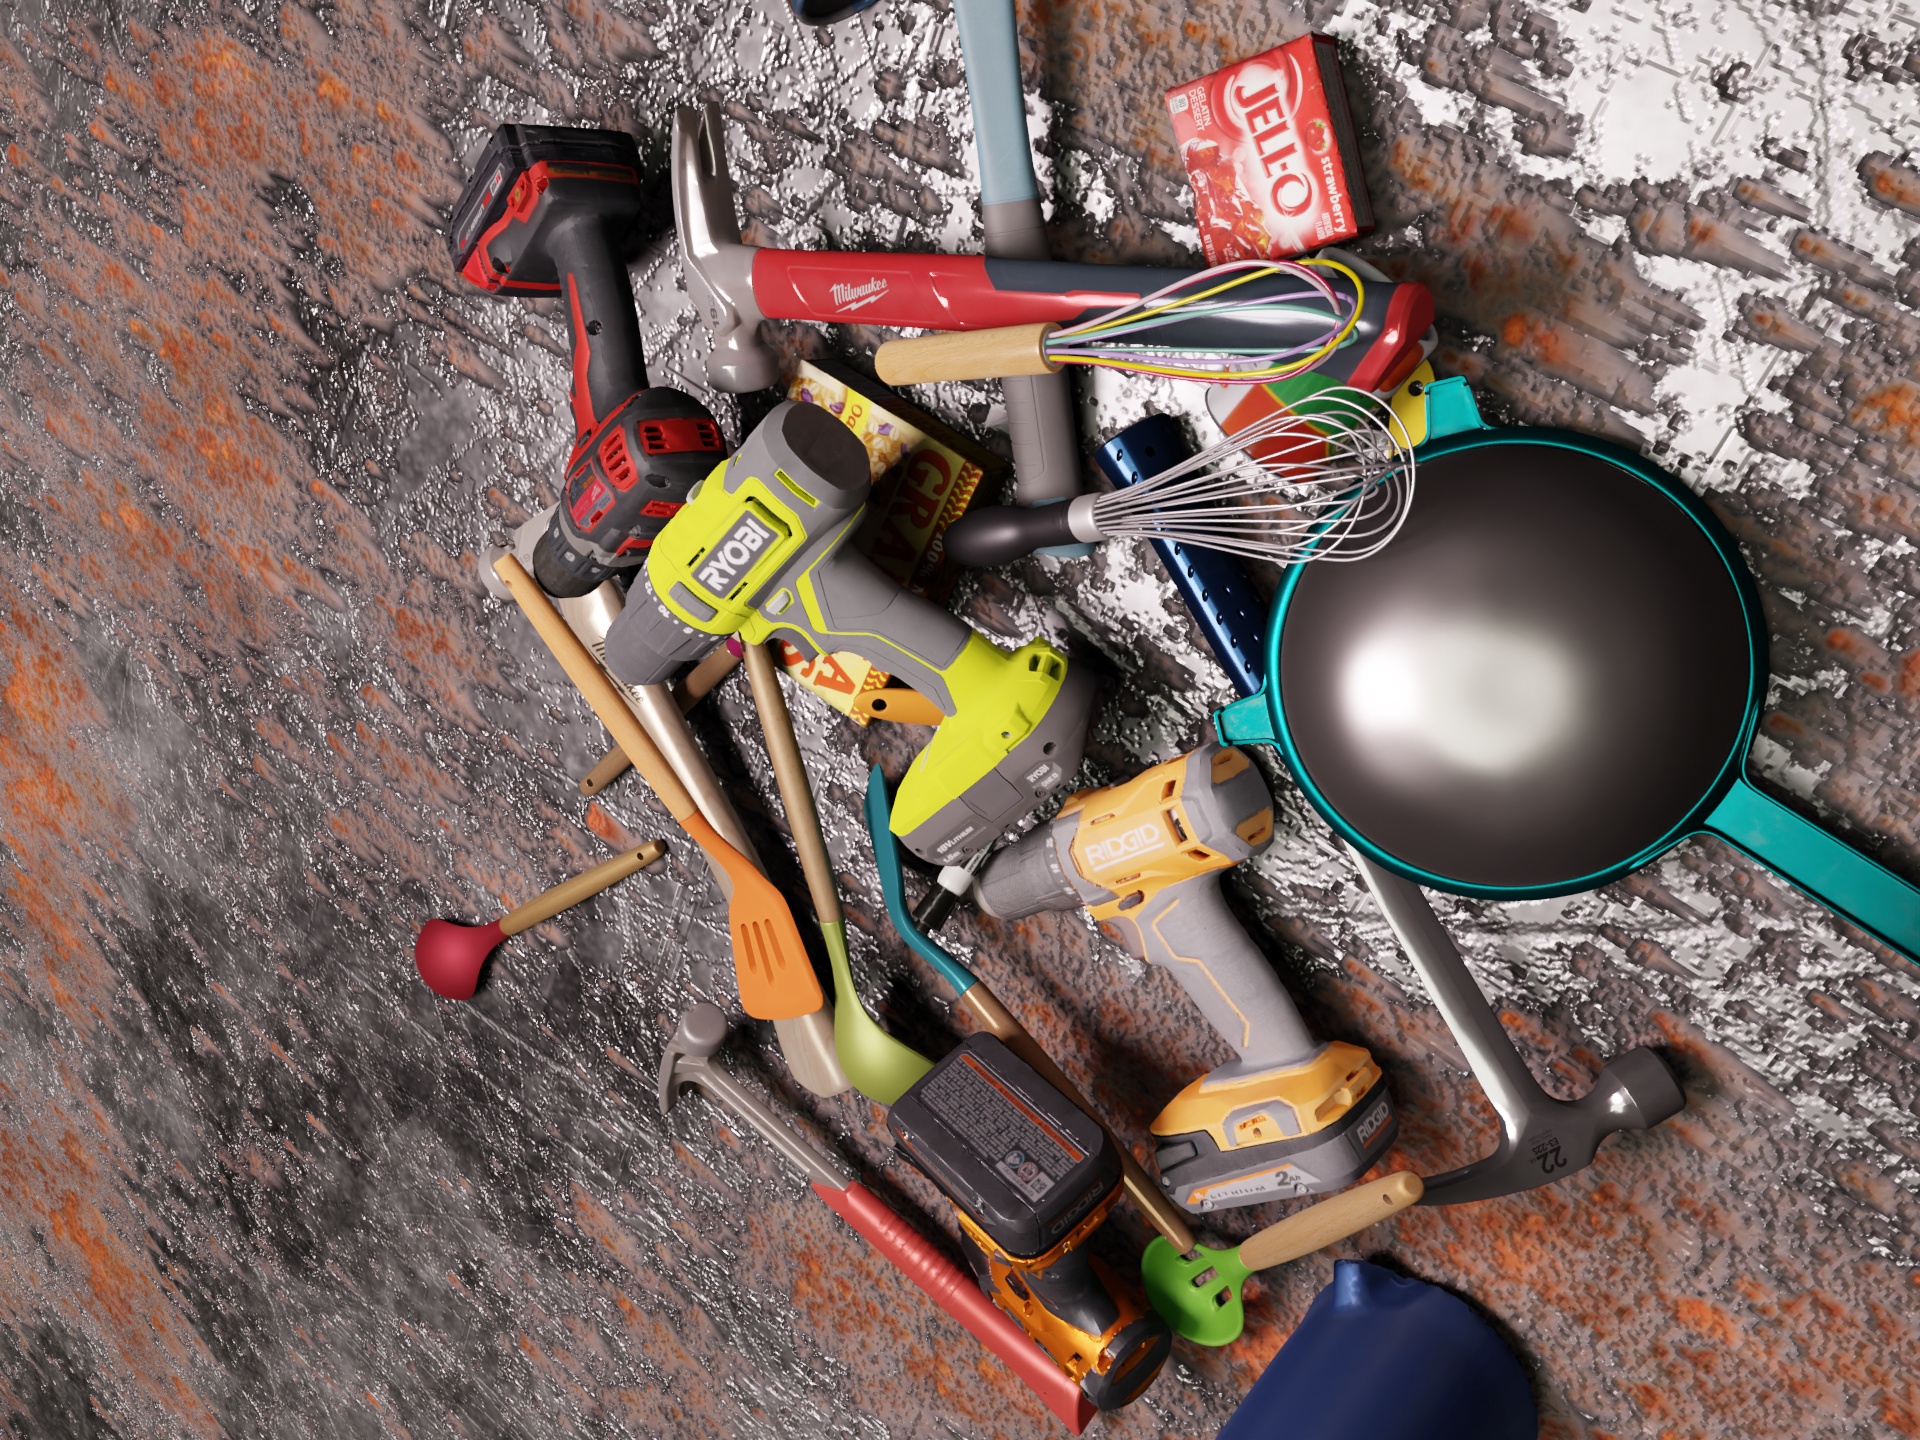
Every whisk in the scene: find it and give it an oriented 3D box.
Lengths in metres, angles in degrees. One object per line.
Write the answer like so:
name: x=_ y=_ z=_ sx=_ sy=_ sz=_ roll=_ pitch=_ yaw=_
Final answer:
whisk: x=0.084 y=-0.098 z=0.723 sx=0.285 sy=0.070 sz=0.070 roll=-2 pitch=106 yaw=50
whisk: x=0.059 y=-0.162 z=0.671 sx=0.245 sy=0.051 sz=0.047 roll=6 pitch=96 yaw=41

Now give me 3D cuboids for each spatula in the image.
spatula: x=0.031 y=0.164 z=0.900 sx=0.318 sy=0.044 sz=0.082 roll=49 pitch=157 yaw=13
spatula: x=-0.181 y=0.042 z=0.943 sx=0.081 sy=0.041 sz=0.322 roll=-17 pitch=113 yaw=46

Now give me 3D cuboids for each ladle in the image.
ladle: x=-0.317 y=0.144 z=1.169 sx=0.315 sy=0.031 sz=0.069 roll=-27 pitch=90 yaw=36
ladle: x=-0.072 y=0.088 z=0.938 sx=0.078 sy=0.062 sz=0.320 roll=15 pitch=123 yaw=57

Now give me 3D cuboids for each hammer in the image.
hammer: x=-0.157 y=0.049 z=1.000 sx=0.146 sy=0.038 sz=0.410 roll=-23 pitch=97 yaw=34
hammer: x=0.176 y=0.038 z=0.761 sx=0.144 sy=0.035 sz=0.405 roll=-29 pitch=83 yaw=0
hammer: x=0.022 y=-0.208 z=0.722 sx=0.386 sy=0.038 sz=0.143 roll=13 pitch=123 yaw=33
hammer: x=-0.056 y=0.331 z=1.040 sx=0.359 sy=0.037 sz=0.149 roll=38 pitch=144 yaw=12
hammer: x=0.025 y=-0.238 z=0.773 sx=0.128 sy=0.033 sz=0.330 roll=-6 pitch=111 yaw=8

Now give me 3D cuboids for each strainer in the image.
strainer: x=0.278 y=0.018 z=0.651 sx=0.340 sy=0.095 sz=0.211 roll=35 pitch=107 yaw=13

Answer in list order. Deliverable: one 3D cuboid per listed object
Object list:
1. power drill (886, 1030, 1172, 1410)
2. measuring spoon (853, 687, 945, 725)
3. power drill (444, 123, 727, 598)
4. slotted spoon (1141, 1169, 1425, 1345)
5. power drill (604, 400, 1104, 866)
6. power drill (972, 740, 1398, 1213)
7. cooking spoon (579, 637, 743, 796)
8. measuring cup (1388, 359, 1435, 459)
power drill: x=0.033 y=0.279 z=0.901 sx=0.164 sy=0.084 sz=0.226 roll=33 pitch=152 yaw=40
measuring spoon: x=-0.001 y=-0.003 z=0.875 sx=0.117 sy=0.011 sz=0.021 roll=7 pitch=118 yaw=0
power drill: x=-0.213 y=-0.189 z=0.882 sx=0.188 sy=0.080 sz=0.227 roll=-30 pitch=75 yaw=51
slotted spoon: x=0.162 y=0.272 z=0.818 sx=0.070 sy=0.031 sz=0.313 roll=52 pitch=153 yaw=15
power drill: x=-0.060 y=-0.030 z=0.816 sx=0.228 sy=0.080 sz=0.190 roll=39 pitch=127 yaw=-14
power drill: x=0.110 y=0.140 z=0.847 sx=0.185 sy=0.084 sz=0.226 roll=-25 pitch=88 yaw=40
cooking spoon: x=-0.155 y=-0.032 z=0.999 sx=0.319 sy=0.017 sz=0.069 roll=-38 pitch=84 yaw=36
measuring cup: x=0.211 y=-0.088 z=0.734 sx=0.062 sy=0.029 sz=0.156 roll=4 pitch=97 yaw=31
